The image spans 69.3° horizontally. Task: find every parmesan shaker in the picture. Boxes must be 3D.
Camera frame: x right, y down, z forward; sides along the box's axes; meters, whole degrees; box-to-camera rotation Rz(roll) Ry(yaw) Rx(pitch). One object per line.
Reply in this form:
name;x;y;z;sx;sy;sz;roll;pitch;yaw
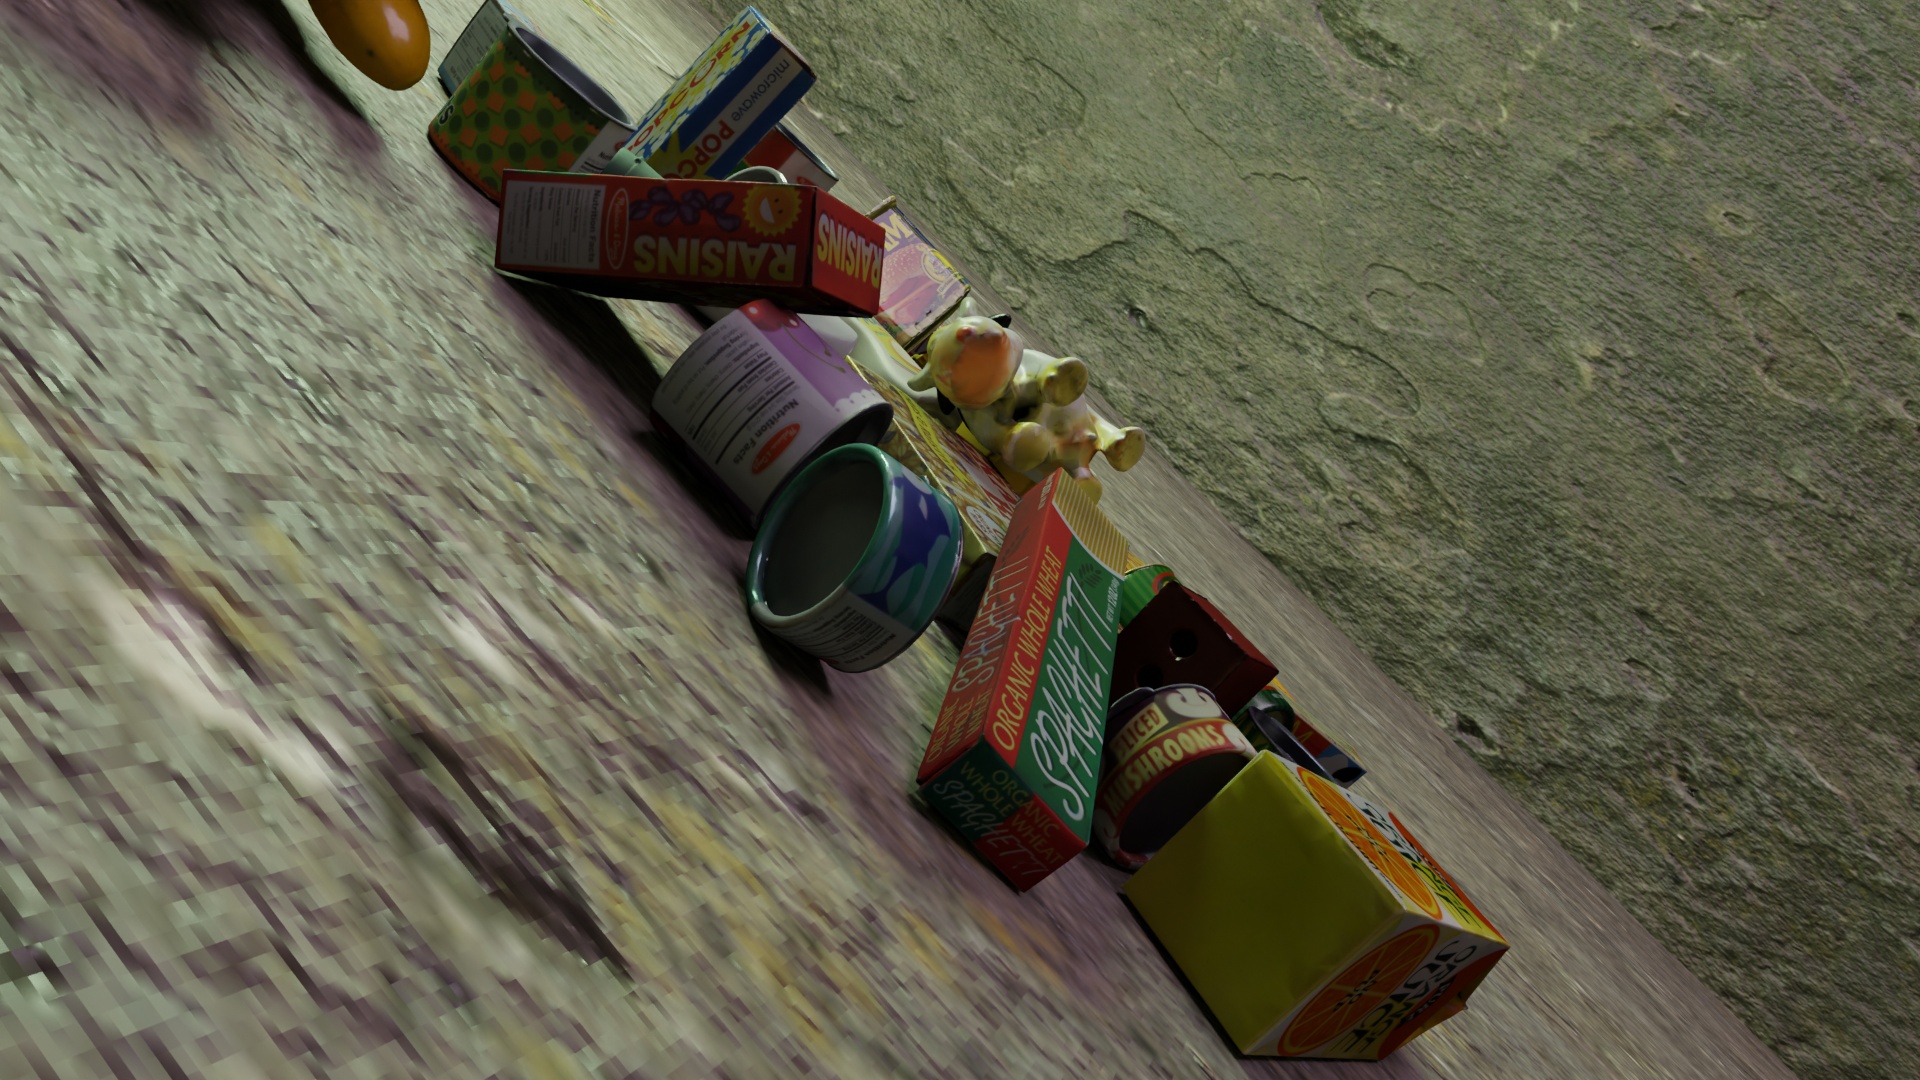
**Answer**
parmesan shaker;0.112;0.071;0.703;0.071;0.071;0.103;29;19;-53

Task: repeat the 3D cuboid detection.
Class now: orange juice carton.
orange juice carton;0.147;0.146;0.531;0.192;0.073;0.072;30;17;-52

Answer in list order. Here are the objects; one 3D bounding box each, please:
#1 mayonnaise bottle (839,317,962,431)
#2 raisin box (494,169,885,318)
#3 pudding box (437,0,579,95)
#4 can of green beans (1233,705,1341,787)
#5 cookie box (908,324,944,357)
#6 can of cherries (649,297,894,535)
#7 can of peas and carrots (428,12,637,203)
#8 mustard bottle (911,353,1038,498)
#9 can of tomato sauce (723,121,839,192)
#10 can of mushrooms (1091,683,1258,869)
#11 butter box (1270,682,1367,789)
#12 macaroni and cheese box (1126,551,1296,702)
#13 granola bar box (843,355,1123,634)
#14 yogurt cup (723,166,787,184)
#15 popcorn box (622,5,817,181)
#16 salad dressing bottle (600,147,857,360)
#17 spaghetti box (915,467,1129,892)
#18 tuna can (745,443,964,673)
mayonnaise bottle;-0.062;-0.115;0.833;0.148;0.041;0.065;50;15;26
raisin box;-0.100;-0.112;0.532;0.123;0.040;0.086;6;3;13
pudding box;-0.213;-0.216;0.656;0.030;0.049;0.084;28;18;-49
can of green beans;0.133;0.118;0.623;0.071;0.057;0.071;42;11;-10
cookie box;-0.068;-0.183;1.061;0.167;0.040;0.123;31;17;-48
can of cherries;-0.067;-0.044;0.497;0.058;0.071;0.071;44;11;9
can of peas and carrots;-0.185;-0.179;0.594;0.071;0.058;0.071;41;11;-10
mustard bottle;0.000;-0.087;0.926;0.065;0.048;0.161;35;14;-44
can of tomato sauce;-0.129;-0.220;0.874;0.071;0.083;0.071;42;11;-10
can of mushrooms;0.074;0.086;0.508;0.071;0.071;0.033;32;17;-46
butter box;0.183;0.119;0.806;0.103;0.053;0.024;38;15;-25
macaroni and cheese box;0.147;0.071;0.884;0.166;0.040;0.124;33;15;-41
granola bar box;0.002;-0.008;0.676;0.124;0.039;0.166;33;16;-45
yogurt cup;-0.116;-0.177;0.820;0.054;0.072;0.072;44;7;-49
popcorn box;-0.140;-0.230;0.764;0.038;0.126;0.085;41;11;-32
salad dressing bottle;-0.121;-0.134;0.696;0.147;0.044;0.064;40;14;-14
spaghetti box;0.032;0.037;0.520;0.050;0.028;0.251;47;21;-10
tuna can;-0.033;0.003;0.434;0.033;0.071;0.071;35;14;-36
